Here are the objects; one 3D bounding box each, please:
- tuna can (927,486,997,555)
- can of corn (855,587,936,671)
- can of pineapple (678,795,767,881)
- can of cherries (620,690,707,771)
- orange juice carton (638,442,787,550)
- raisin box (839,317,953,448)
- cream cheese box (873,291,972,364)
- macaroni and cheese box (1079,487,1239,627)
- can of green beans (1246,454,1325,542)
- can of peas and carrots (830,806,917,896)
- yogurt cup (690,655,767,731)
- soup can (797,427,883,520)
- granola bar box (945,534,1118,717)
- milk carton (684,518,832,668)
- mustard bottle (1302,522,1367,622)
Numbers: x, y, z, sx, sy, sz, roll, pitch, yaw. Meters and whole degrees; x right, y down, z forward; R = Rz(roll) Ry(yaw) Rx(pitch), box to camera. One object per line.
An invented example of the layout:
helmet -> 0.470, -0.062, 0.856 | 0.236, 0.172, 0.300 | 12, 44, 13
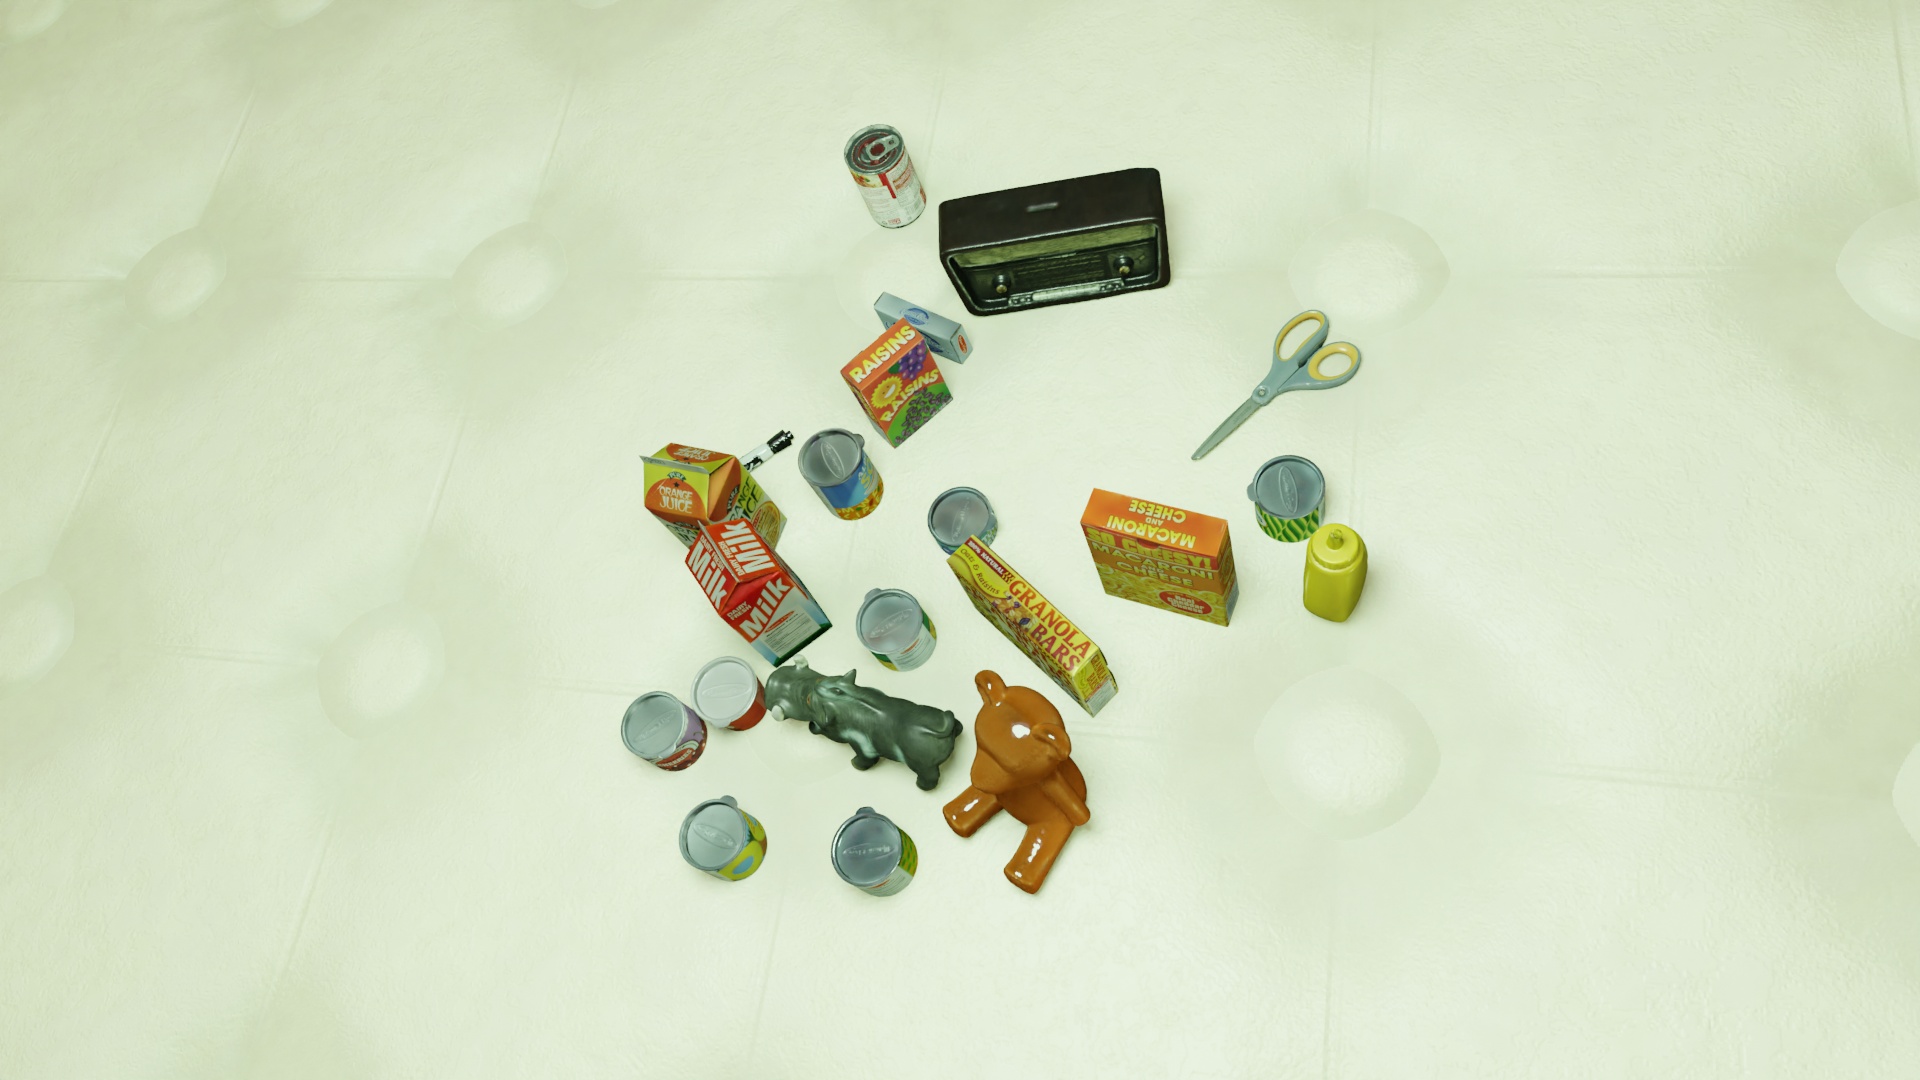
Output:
tuna can -> 0.005, -0.017, 1.383 | 0.071, 0.032, 0.071 | -6, 65, 12
can of corn -> -0.062, 0.085, 1.339 | 0.071, 0.058, 0.071 | -6, 65, 12
can of pineapple -> -0.218, 0.278, 1.291 | 0.071, 0.057, 0.071 | -6, 65, 12
can of cherries -> -0.286, 0.188, 1.349 | 0.071, 0.058, 0.072 | -6, 65, 12
orange juice carton -> -0.245, -0.035, 1.366 | 0.072, 0.192, 0.073 | 12, 70, 19
raisin box -> -0.063, -0.159, 1.415 | 0.086, 0.123, 0.040 | -41, 63, -5
cream cheese box -> -0.040, -0.226, 1.479 | 0.104, 0.053, 0.024 | 27, 75, 24
macaroni and cheese box -> 0.182, 0.018, 1.246 | 0.124, 0.166, 0.040 | 15, 71, 20
can of green beans -> 0.308, -0.038, 1.301 | 0.071, 0.057, 0.071 | -6, 65, 12
can of peas and carrots -> -0.077, 0.281, 1.252 | 0.071, 0.058, 0.071 | -6, 65, 12
yogurt cup -> -0.221, 0.152, 1.351 | 0.072, 0.053, 0.072 | -6, 65, 12
soup can -> -0.117, -0.067, 1.409 | 0.071, 0.083, 0.071 | -6, 65, 12
granola bar box -> 0.067, 0.078, 1.271 | 0.039, 0.124, 0.166 | -44, 63, -7
milk carton -> -0.196, 0.045, 1.318 | 0.073, 0.190, 0.072 | -37, 63, -3
mustard bottle -> 0.327, 0.020, 1.211 | 0.049, 0.159, 0.065 | 20, 73, 22
